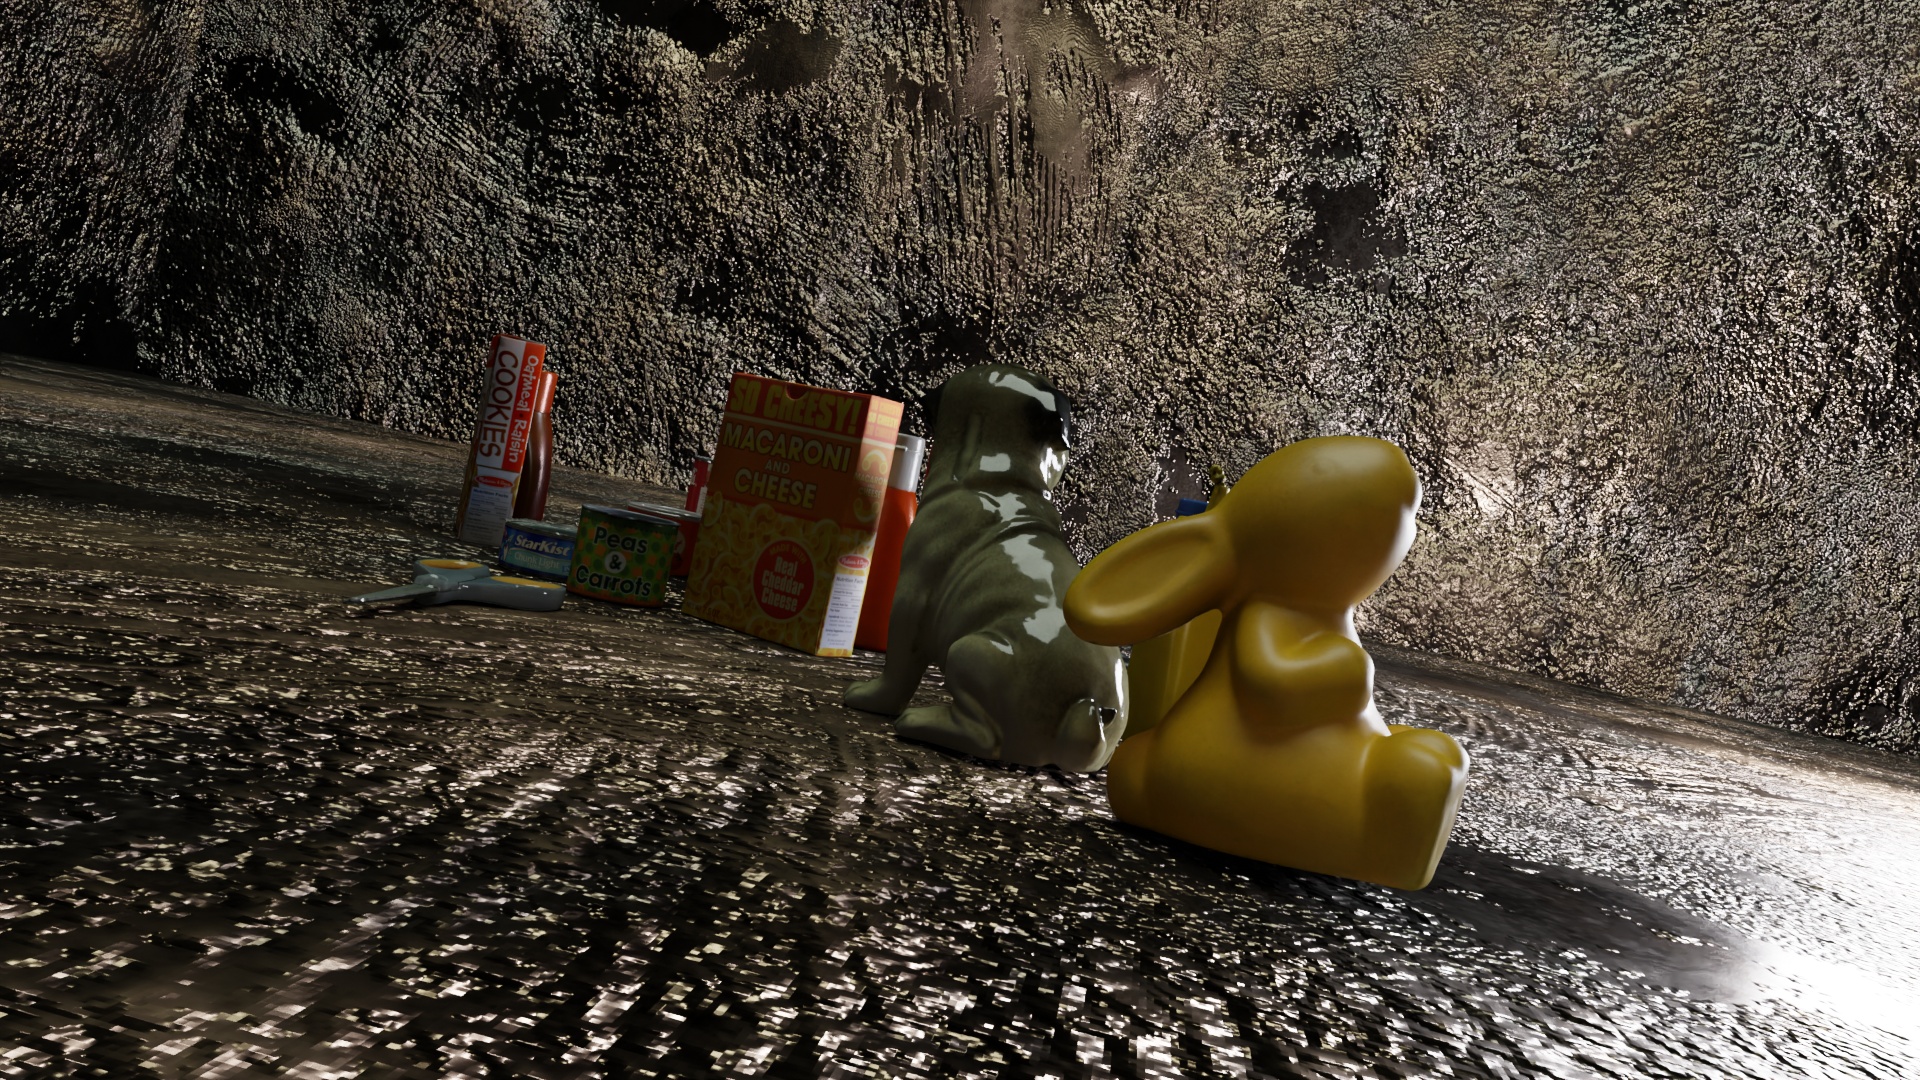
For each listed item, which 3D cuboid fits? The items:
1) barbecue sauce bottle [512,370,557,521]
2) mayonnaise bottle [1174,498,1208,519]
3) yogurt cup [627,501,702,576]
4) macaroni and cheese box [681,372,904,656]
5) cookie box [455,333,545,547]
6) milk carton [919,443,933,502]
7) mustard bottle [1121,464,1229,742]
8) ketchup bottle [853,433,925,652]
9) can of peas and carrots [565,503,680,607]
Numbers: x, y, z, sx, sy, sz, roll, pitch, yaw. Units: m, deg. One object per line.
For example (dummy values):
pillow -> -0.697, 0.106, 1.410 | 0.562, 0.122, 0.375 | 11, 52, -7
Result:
barbecue sauce bottle -> -0.401, -0.084, 1.267 | 0.065, 0.148, 0.044 | 12, 1, 24
mayonnaise bottle -> 0.169, 0.044, 1.050 | 0.041, 0.148, 0.065 | 13, 2, 29
yogurt cup -> -0.253, -0.001, 1.178 | 0.072, 0.054, 0.072 | 12, 2, 0
macaroni and cheese box -> -0.111, -0.019, 0.905 | 0.124, 0.166, 0.040 | 13, 2, 34
cookie box -> -0.383, -0.085, 1.150 | 0.040, 0.167, 0.123 | 11, 2, -22
milk carton -> 0.004, -0.013, 1.076 | 0.073, 0.190, 0.072 | 12, 1, 3
mustard bottle -> 0.125, 0.039, 0.733 | 0.049, 0.160, 0.065 | 11, 1, -18
ketchup bottle -> -0.056, 0.000, 0.953 | 0.065, 0.148, 0.043 | 12, 1, -6
can of peas and carrots -> -0.227, 0.010, 0.933 | 0.071, 0.058, 0.071 | 12, 2, 0
